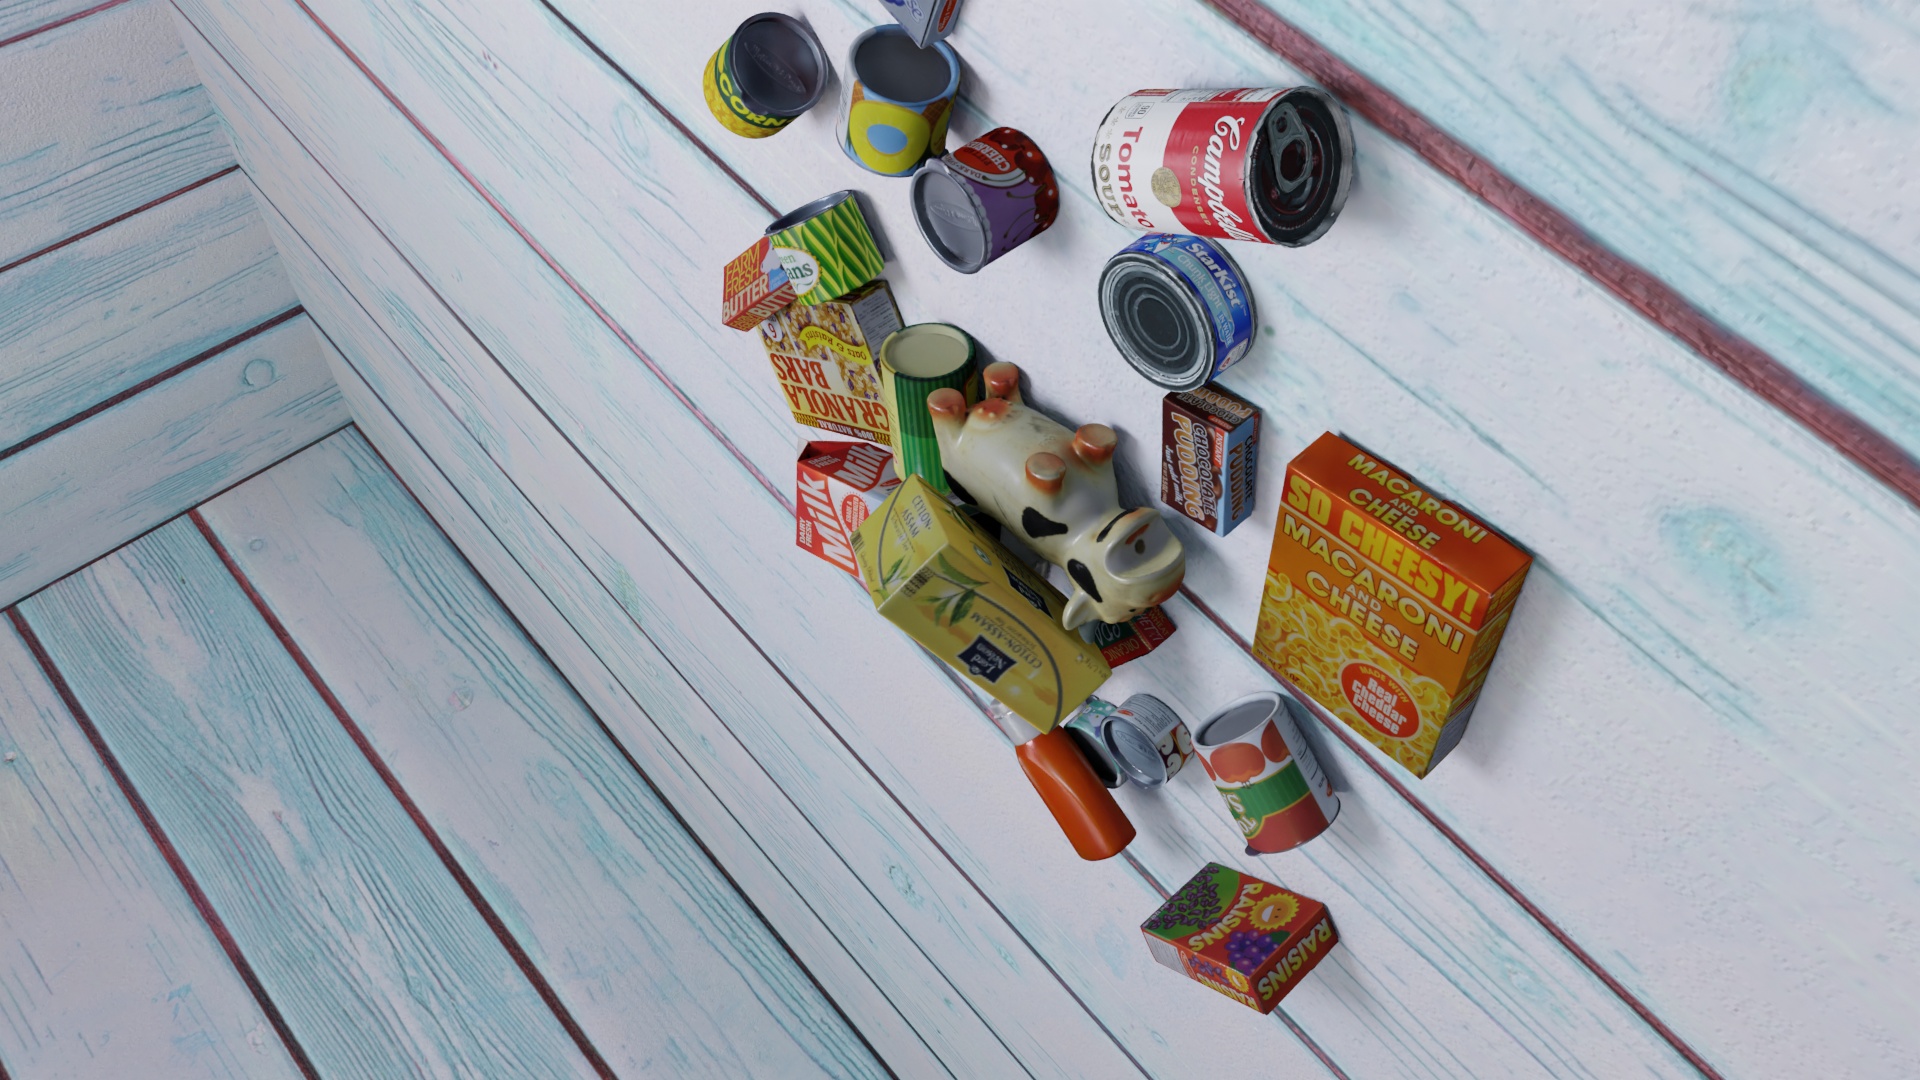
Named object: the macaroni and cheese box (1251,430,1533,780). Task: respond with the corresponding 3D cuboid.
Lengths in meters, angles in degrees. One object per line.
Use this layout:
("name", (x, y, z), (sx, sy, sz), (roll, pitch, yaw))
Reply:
("macaroni and cheese box", (0.223, 0.036, 0.744), (0.124, 0.040, 0.165), (39, 151, 30))

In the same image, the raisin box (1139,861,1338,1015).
("raisin box", (0.208, 0.296, 1.043), (0.123, 0.086, 0.040), (5, 125, 58))

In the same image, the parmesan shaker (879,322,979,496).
("parmesan shaker", (-0.018, -0.091, 0.970), (0.071, 0.071, 0.102), (37, 149, 32))

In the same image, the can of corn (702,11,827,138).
("can of corn", (-0.129, -0.298, 0.902), (0.071, 0.071, 0.058), (61, 155, -13))

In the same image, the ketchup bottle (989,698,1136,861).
("ketchup bottle", (0.077, 0.182, 1.096), (0.148, 0.044, 0.064), (56, 154, -6))

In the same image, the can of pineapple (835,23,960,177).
("can of pineapple", (-0.035, -0.253, 0.802), (0.071, 0.071, 0.057), (47, 154, 14))

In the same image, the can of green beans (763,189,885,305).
("can of green beans", (-0.093, -0.203, 0.965), (0.071, 0.071, 0.057), (11, 132, 56))

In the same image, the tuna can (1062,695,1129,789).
("tuna can", (0.113, 0.160, 1.101), (0.071, 0.033, 0.070), (40, 152, 27))

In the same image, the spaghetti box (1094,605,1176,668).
("spaghetti box", (0.086, 0.082, 1.055), (0.050, 0.029, 0.249), (54, 155, 2))

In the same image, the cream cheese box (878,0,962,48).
("cream cheese box", (-0.040, -0.327, 0.764), (0.104, 0.024, 0.053), (50, 154, 8))

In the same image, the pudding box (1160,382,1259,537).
("pudding box", (0.142, -0.047, 0.792), (0.050, 0.030, 0.083), (35, 149, 33))

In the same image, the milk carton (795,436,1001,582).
("milk carton", (-0.062, -0.019, 1.042), (0.191, 0.074, 0.072), (26, 123, 38))

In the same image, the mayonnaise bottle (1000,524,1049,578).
("mayonnaise bottle", (0.004, -0.013, 1.065), (0.148, 0.041, 0.064), (44, 146, 24))

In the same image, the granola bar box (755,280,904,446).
("granola bar box", (-0.094, -0.142, 1.076), (0.165, 0.039, 0.123), (18, 136, 52))

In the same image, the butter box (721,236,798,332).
("butter box", (-0.143, -0.200, 1.043), (0.103, 0.024, 0.053), (-22, 63, 46))

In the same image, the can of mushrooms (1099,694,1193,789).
("can of mushrooms", (0.139, 0.152, 1.041), (0.071, 0.033, 0.070), (37, 148, 29))

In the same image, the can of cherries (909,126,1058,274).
("can of cherries", (0.014, -0.197, 0.795), (0.071, 0.058, 0.071), (41, 152, 28))

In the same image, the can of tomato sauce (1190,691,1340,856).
("can of tomato sauce", (0.195, 0.151, 0.901), (0.083, 0.071, 0.071), (60, 154, -10))
